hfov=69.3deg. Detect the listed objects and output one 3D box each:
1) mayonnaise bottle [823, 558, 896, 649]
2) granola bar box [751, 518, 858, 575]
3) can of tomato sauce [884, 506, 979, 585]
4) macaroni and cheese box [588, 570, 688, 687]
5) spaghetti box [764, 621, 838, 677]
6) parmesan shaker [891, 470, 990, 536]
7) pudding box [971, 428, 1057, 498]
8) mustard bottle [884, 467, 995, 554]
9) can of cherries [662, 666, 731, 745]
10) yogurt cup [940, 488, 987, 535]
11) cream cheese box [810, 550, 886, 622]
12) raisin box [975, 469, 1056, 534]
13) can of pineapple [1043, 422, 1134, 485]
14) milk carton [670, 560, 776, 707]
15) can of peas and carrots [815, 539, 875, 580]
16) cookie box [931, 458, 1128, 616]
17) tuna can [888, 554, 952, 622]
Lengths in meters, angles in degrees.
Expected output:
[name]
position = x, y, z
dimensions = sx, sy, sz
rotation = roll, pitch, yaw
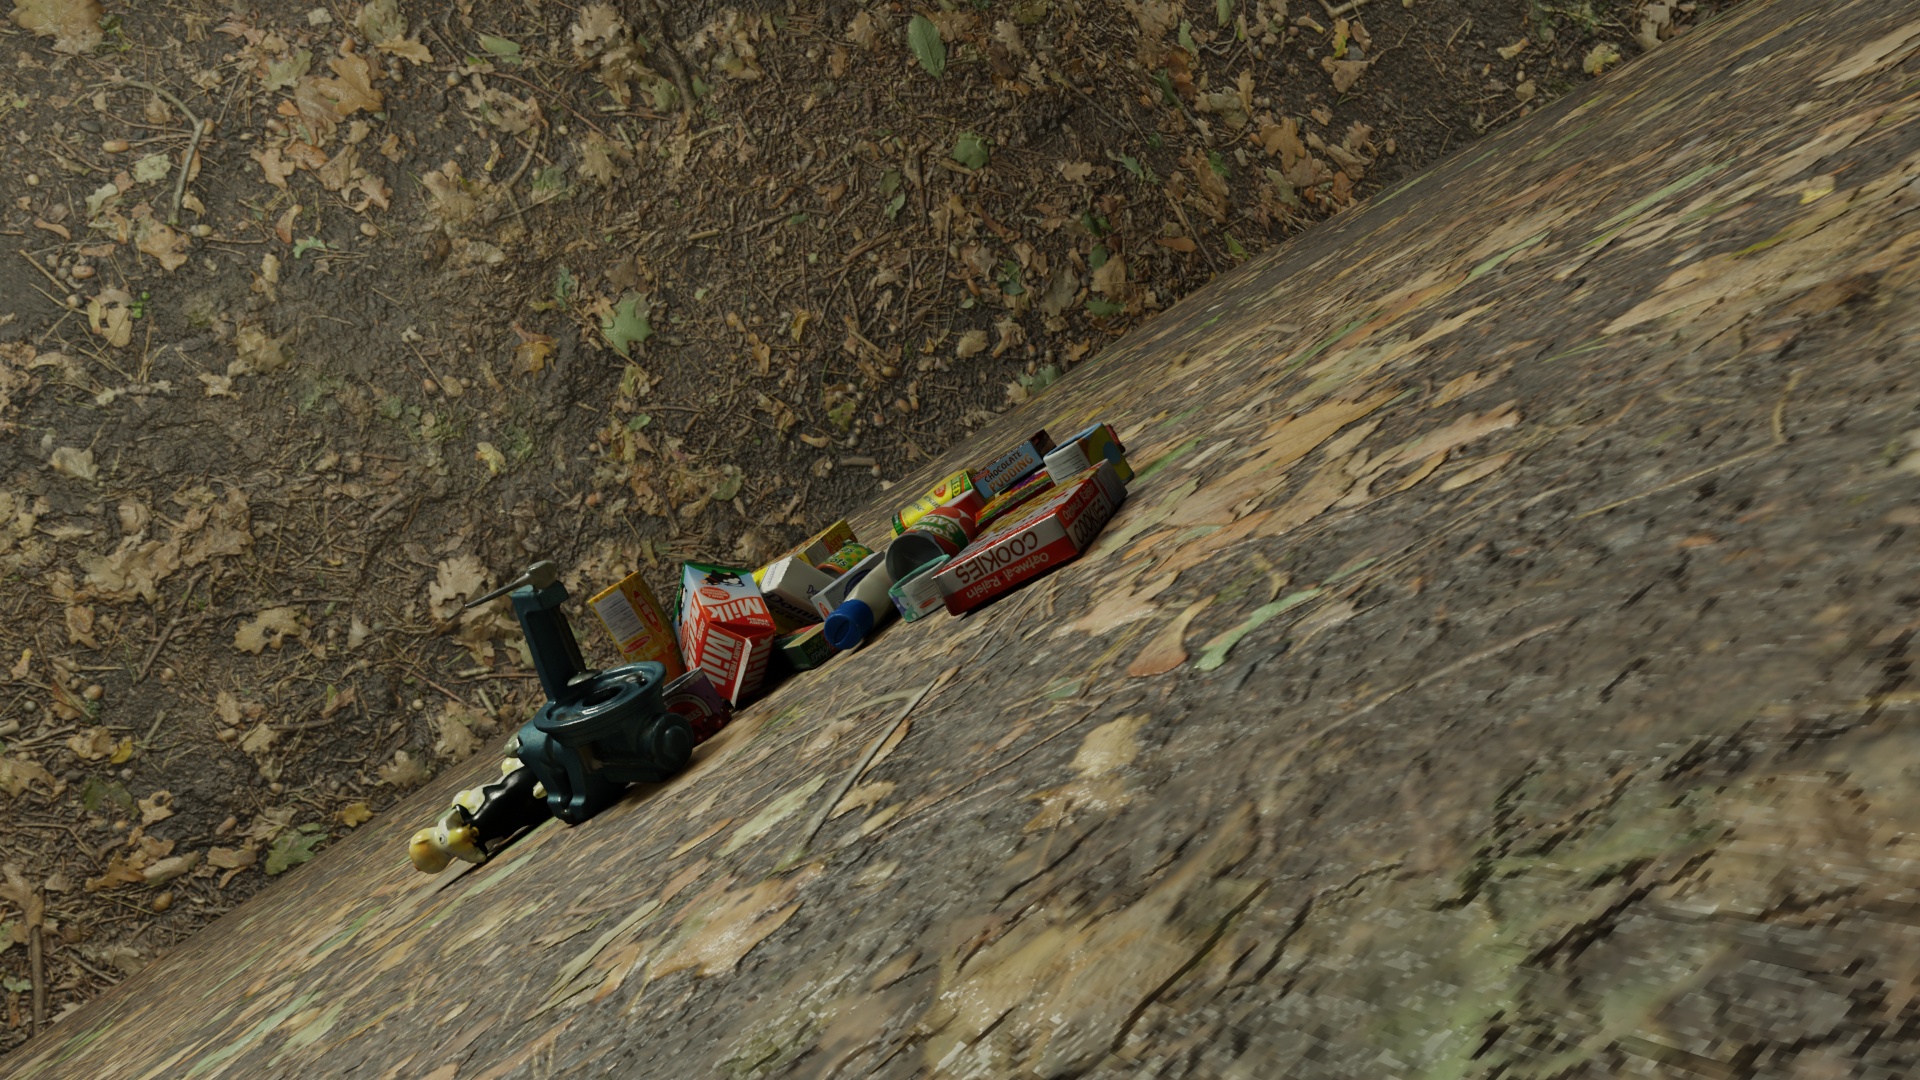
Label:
[mayonnaise bottle]
position = -0.085, 0.060, 1.324
dimensions = 0.064, 0.041, 0.149
rotation = -58, -4, 26
[granola bar box]
position = -0.220, 0.043, 1.736
dimensions = 0.165, 0.039, 0.125
rotation = -29, 8, 26
[can of tomato sauce]
position = -0.025, 0.009, 1.330
dimensions = 0.071, 0.071, 0.083
rotation = -29, 6, 28
[macaroni and cheese box]
position = -0.312, 0.116, 1.430
dimensions = 0.040, 0.166, 0.124
rotation = -32, 6, -1
[spaghetti box]
position = -0.181, 0.116, 1.430
dimensions = 0.050, 0.028, 0.249
rotation = -34, 7, -26
[parmesan shaker]
position = -0.019, -0.025, 1.591
dimensions = 0.103, 0.071, 0.071
rotation = -31, 6, 8
[pudding box]
position = 0.057, -0.081, 1.461
dimensions = 0.083, 0.030, 0.050
rotation = -31, 5, 28
[mustard bottle]
position = -0.035, -0.024, 1.671
dimensions = 0.160, 0.065, 0.049
rotation = -34, 9, 20
[can of cherries]
position = -0.260, 0.162, 1.315
dimensions = 0.071, 0.058, 0.071
rotation = -30, 6, 4
[yogurt cup]
position = 0.005, -0.018, 1.468
dimensions = 0.072, 0.054, 0.072
rotation = -31, 7, 4
[cream cheese box]
position = -0.102, 0.056, 1.404
dimensions = 0.024, 0.053, 0.104
rotation = -24, 10, 41
[raisin box]
position = 0.059, -0.027, 1.348
dimensions = 0.086, 0.040, 0.123
rotation = -32, 5, 4
[can of pineapple]
position = 0.120, -0.070, 1.295
dimensions = 0.071, 0.058, 0.071
rotation = -31, 6, 4
[milk carton]
position = -0.238, 0.093, 1.405
dimensions = 0.073, 0.072, 0.191
rotation = 8, 20, -23
[can of peas and carrots]
position = -0.127, 0.042, 1.555
dimensions = 0.070, 0.071, 0.059
rotation = -27, 8, 40
[cookie box]
position = 0.061, -0.004, 1.150
dimensions = 0.122, 0.040, 0.168
rotation = -29, 6, 26
[tuna can]
position = -0.030, 0.043, 1.255
dimensions = 0.071, 0.033, 0.071
rotation = -31, 7, 4
